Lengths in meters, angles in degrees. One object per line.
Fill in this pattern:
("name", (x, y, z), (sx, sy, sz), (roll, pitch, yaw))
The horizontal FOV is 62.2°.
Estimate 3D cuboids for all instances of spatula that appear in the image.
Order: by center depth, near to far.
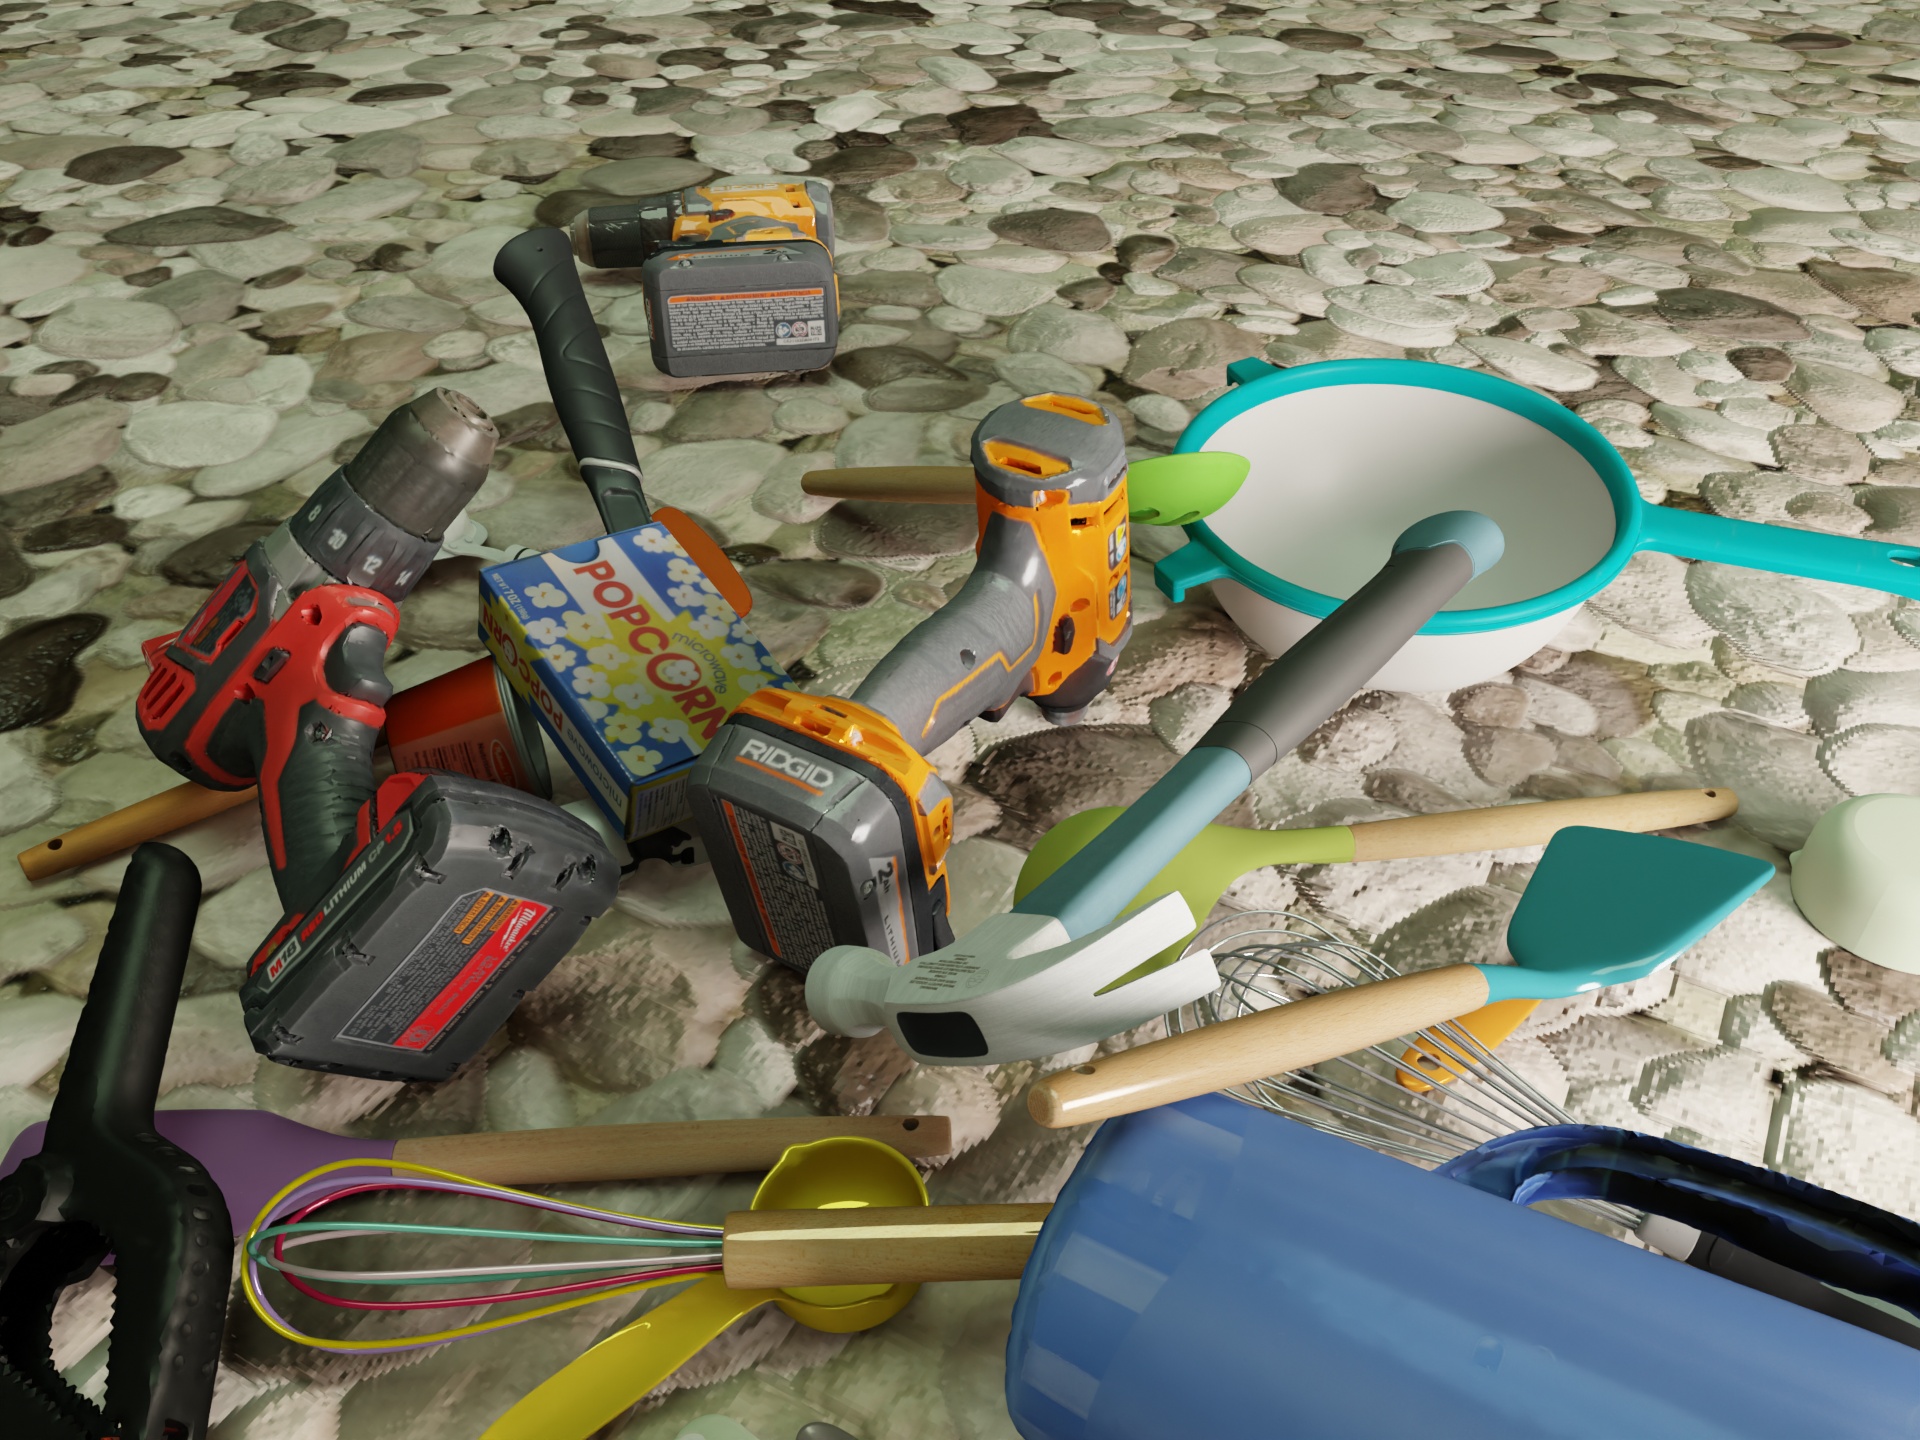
("spatula", (0.142, 0.076, 0.493), (0.317, 0.044, 0.082), (-5, 11, -39))
("spatula", (-0.160, 0.147, 0.525), (0.316, 0.018, 0.060), (-3, 39, -2))
("spatula", (-0.247, -0.008, 0.707), (0.322, 0.041, 0.081), (-26, 60, -28))

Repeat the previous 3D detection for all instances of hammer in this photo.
("hammer", (0.097, 0.010, 0.562), (0.331, 0.033, 0.128), (-38, 22, -34))
("hammer", (-0.156, -0.106, 0.757), (0.149, 0.036, 0.409), (-13, 55, -17))

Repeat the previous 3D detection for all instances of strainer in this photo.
("strainer", (0.264, -0.068, 0.743), (0.340, 0.095, 0.211), (12, 45, 13))
("strainer", (-0.231, -0.084, 0.809), (0.258, 0.050, 0.087), (19, 28, 17))

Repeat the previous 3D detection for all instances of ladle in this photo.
("ladle", (0.174, 0.057, 0.637), (0.320, 0.062, 0.078), (-4, 36, -17))

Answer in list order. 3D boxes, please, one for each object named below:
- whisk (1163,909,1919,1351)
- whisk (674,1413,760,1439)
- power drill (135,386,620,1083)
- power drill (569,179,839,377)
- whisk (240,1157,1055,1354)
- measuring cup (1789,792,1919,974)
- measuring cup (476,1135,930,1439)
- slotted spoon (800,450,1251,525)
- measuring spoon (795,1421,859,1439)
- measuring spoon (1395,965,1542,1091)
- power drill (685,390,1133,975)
("whisk", (0.195, 0.143, 0.509), (0.285, 0.070, 0.070), (26, 44, 22))
("whisk", (-0.004, 0.211, 0.353), (0.059, 0.058, 0.246), (24, -12, -34))
("power drill", (-0.211, -0.004, 0.585), (0.188, 0.080, 0.227), (-47, 53, 10))
("power drill", (-0.171, -0.304, 1.063), (0.185, 0.084, 0.226), (-5, 34, -6))
("whisk", (-0.090, 0.151, 0.463), (0.245, 0.051, 0.047), (-2, 40, 1))
("measuring cup", (0.406, 0.041, 0.650), (0.167, 0.038, 0.083), (-31, 47, -31))
("measuring cup", (-0.076, 0.185, 0.479), (0.156, 0.029, 0.062), (-31, 50, -18))
("slotted spoon", (0.012, -0.114, 0.773), (0.070, 0.031, 0.314), (0, 7, -39))
("measuring spoon", (-0.005, 0.233, 0.424), (0.034, 0.018, 0.124), (-28, 39, -31))
("measuring spoon", (0.200, 0.104, 0.589), (0.117, 0.011, 0.021), (-27, 45, -31))
("power drill", (-0.001, -0.002, 0.629), (0.084, 0.164, 0.226), (21, 55, 24))
